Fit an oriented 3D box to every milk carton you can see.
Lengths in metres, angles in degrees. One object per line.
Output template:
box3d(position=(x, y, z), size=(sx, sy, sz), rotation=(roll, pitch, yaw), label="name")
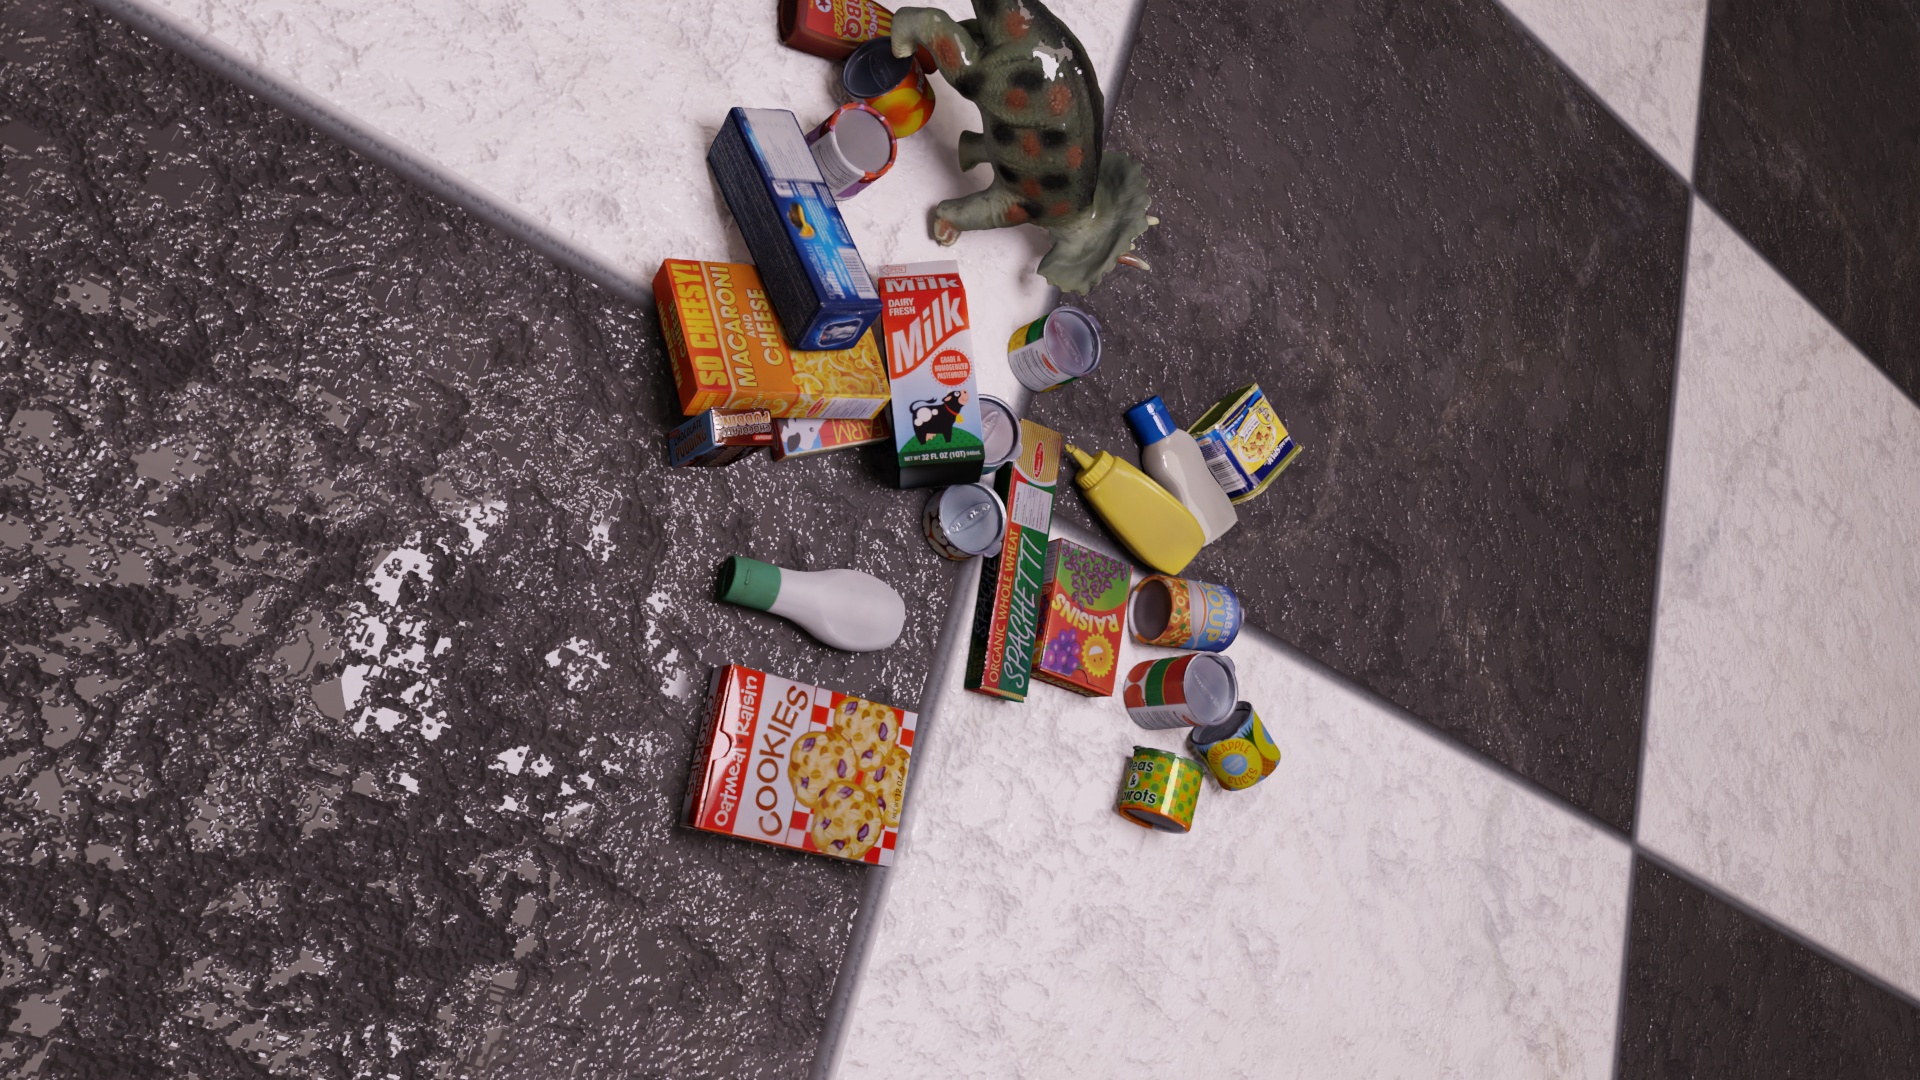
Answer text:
box3d(position=(-0.027, -0.144, 1.157), size=(0.072, 0.073, 0.191), rotation=(-5, 76, -4), label="milk carton")

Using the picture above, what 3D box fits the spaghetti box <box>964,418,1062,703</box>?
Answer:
box3d(position=(0.048, 0.016, 1.219), size=(0.050, 0.028, 0.251), rotation=(20, 70, -30), label="spaghetti box")

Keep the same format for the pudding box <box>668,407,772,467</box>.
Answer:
box3d(position=(-0.182, -0.078, 1.049), size=(0.050, 0.083, 0.030), rotation=(-3, 82, -35), label="pudding box")

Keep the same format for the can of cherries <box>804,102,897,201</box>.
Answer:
box3d(position=(-0.094, -0.331, 1.178), size=(0.071, 0.058, 0.071), rotation=(7, 77, -33), label="can of cherries")

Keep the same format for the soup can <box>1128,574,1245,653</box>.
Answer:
box3d(position=(0.210, 0.068, 1.293), size=(0.084, 0.071, 0.071), rotation=(9, 75, -32), label="soup can")

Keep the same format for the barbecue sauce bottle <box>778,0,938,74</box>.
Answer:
box3d(position=(-0.085, -0.446, 1.218), size=(0.149, 0.043, 0.065), rotation=(6, 76, -34), label="barbecue sauce bottle")

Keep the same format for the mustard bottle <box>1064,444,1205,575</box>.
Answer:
box3d(position=(0.155, -0.038, 1.287), size=(0.160, 0.049, 0.065), rotation=(43, 88, -12), label="mustard bottle")

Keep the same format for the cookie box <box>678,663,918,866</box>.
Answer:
box3d(position=(-0.120, 0.174, 1.064), size=(0.167, 0.040, 0.123), rotation=(20, 70, -30), label="cookie box")

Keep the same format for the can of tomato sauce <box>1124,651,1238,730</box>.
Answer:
box3d(position=(0.201, 0.136, 1.265), size=(0.071, 0.083, 0.071), rotation=(8, 76, -33), label="can of tomato sauce")

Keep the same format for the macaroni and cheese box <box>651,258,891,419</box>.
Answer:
box3d(position=(-0.149, -0.156, 1.096), size=(0.167, 0.040, 0.124), rotation=(-2, 63, -34), label="macaroni and cheese box")

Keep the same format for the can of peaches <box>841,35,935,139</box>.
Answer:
box3d(position=(-0.059, -0.390, 1.197), size=(0.058, 0.071, 0.071), rotation=(50, 49, -59), label="can of peaches")

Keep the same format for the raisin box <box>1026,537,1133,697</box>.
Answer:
box3d(position=(0.103, 0.070, 1.240), size=(0.086, 0.040, 0.124), rotation=(22, 69, -30), label="raisin box")

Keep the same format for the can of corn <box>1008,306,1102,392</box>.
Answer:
box3d(position=(0.087, -0.175, 1.269), size=(0.071, 0.058, 0.071), rotation=(8, 76, -33), label="can of corn")

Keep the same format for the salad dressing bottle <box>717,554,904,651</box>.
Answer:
box3d(position=(-0.117, 0.047, 1.093), size=(0.148, 0.044, 0.064), rotation=(18, 72, -29), label="salad dressing bottle")

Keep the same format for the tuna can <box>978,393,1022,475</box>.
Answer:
box3d(position=(0.019, -0.090, 1.208), size=(0.071, 0.032, 0.071), rotation=(4, 75, -15), label="tuna can")

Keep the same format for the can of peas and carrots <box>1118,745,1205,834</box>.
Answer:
box3d(position=(0.178, 0.223, 1.242), size=(0.071, 0.071, 0.059), rotation=(30, 66, -26), label="can of peas and carrots")

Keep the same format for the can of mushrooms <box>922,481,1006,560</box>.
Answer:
box3d(position=(0.004, -0.015, 1.191), size=(0.071, 0.033, 0.071), rotation=(7, 75, -29), label="can of mushrooms")

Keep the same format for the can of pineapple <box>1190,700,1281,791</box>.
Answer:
box3d(position=(0.258, 0.193, 1.301), size=(0.071, 0.071, 0.057), rotation=(-41, 104, -33), label="can of pineapple")

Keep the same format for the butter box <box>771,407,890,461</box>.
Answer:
box3d(position=(-0.110, -0.099, 1.139), size=(0.104, 0.024, 0.053), rotation=(-13, 88, -35), label="butter box")

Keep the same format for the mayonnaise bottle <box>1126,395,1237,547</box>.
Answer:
box3d(position=(0.210, -0.068, 1.341), size=(0.065, 0.041, 0.148), rotation=(-33, 98, -31), label="mayonnaise bottle")
